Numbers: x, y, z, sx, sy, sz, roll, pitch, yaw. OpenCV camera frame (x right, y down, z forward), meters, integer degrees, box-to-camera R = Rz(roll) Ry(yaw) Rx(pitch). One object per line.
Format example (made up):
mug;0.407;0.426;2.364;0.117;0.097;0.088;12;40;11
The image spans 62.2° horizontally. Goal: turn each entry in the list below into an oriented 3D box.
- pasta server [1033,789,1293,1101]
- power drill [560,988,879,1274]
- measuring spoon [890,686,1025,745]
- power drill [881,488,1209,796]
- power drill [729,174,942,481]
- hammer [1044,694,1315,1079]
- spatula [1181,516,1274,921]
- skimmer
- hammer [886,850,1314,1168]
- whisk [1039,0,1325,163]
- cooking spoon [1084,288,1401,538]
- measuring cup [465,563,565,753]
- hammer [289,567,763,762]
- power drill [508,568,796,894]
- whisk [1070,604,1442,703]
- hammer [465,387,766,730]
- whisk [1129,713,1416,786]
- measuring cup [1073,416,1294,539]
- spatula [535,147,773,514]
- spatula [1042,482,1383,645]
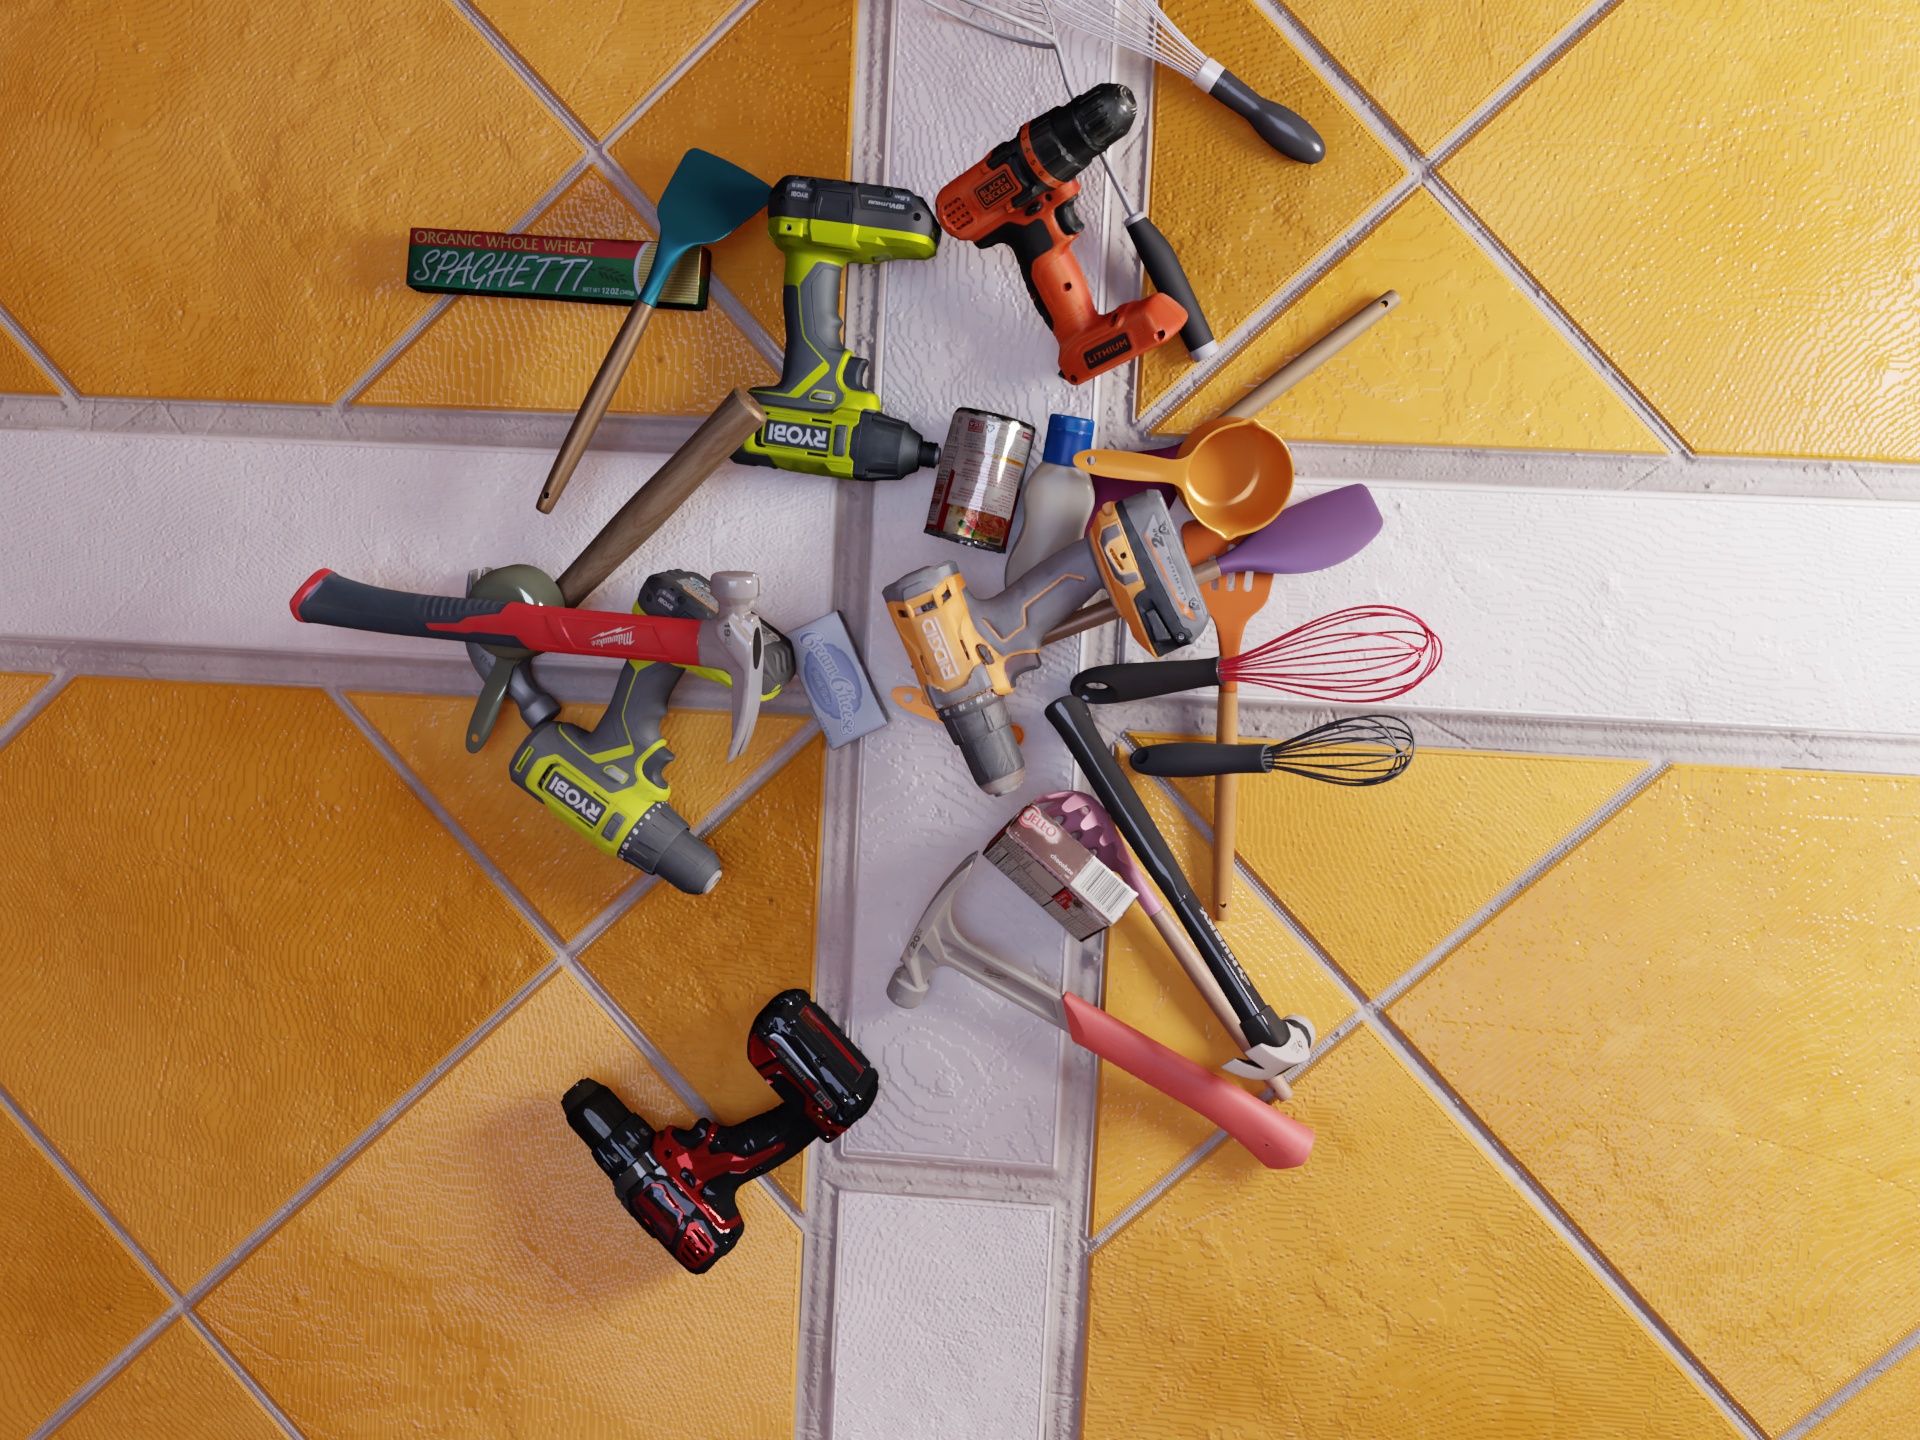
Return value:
pasta server;0.167;0.180;1.277;0.040;0.060;0.316;-36;92;-24
power drill;-0.201;0.319;1.302;0.226;0.080;0.188;-43;88;9
measuring spoon;-0.002;-0.004;1.299;0.117;0.011;0.021;20;94;8
power drill;0.073;-0.058;1.206;0.226;0.084;0.185;-21;94;13
power drill;-0.089;-0.304;1.261;0.171;0.080;0.223;9;97;6
hammer;0.161;0.125;1.229;0.035;0.146;0.335;-36;78;21
spatula;0.214;0.000;1.272;0.081;0.041;0.322;1;97;7
skimmer;0.081;-0.429;1.234;0.090;0.127;0.363;-28;100;12
hammer;0.124;0.247;1.270;0.359;0.037;0.149;29;116;1
whisk;0.166;-0.519;1.236;0.284;0.070;0.070;36;96;-2
cooking spoon;0.214;-0.239;1.261;0.319;0.017;0.069;-36;89;7
measuring cup;-0.376;-0.046;1.282;0.083;0.038;0.167;26;103;9
hammer;-0.340;-0.058;1.232;0.386;0.038;0.143;6;103;12
power drill;-0.233;0.013;1.280;0.190;0.080;0.228;36;105;4
whisk;0.218;-0.041;1.212;0.296;0.073;0.073;-7;92;30
hammer;-0.279;-0.143;1.277;0.331;0.031;0.130;-42;87;18
whisk;0.233;0.026;1.214;0.239;0.055;0.055;-3;93;37
measuring cup;0.168;-0.197;1.232;0.173;0.052;0.095;6;109;-8
spatula;-0.257;-0.305;1.266;0.082;0.044;0.317;29;95;5
spatula;0.179;-0.109;1.247;0.316;0.018;0.060;-21;72;3
